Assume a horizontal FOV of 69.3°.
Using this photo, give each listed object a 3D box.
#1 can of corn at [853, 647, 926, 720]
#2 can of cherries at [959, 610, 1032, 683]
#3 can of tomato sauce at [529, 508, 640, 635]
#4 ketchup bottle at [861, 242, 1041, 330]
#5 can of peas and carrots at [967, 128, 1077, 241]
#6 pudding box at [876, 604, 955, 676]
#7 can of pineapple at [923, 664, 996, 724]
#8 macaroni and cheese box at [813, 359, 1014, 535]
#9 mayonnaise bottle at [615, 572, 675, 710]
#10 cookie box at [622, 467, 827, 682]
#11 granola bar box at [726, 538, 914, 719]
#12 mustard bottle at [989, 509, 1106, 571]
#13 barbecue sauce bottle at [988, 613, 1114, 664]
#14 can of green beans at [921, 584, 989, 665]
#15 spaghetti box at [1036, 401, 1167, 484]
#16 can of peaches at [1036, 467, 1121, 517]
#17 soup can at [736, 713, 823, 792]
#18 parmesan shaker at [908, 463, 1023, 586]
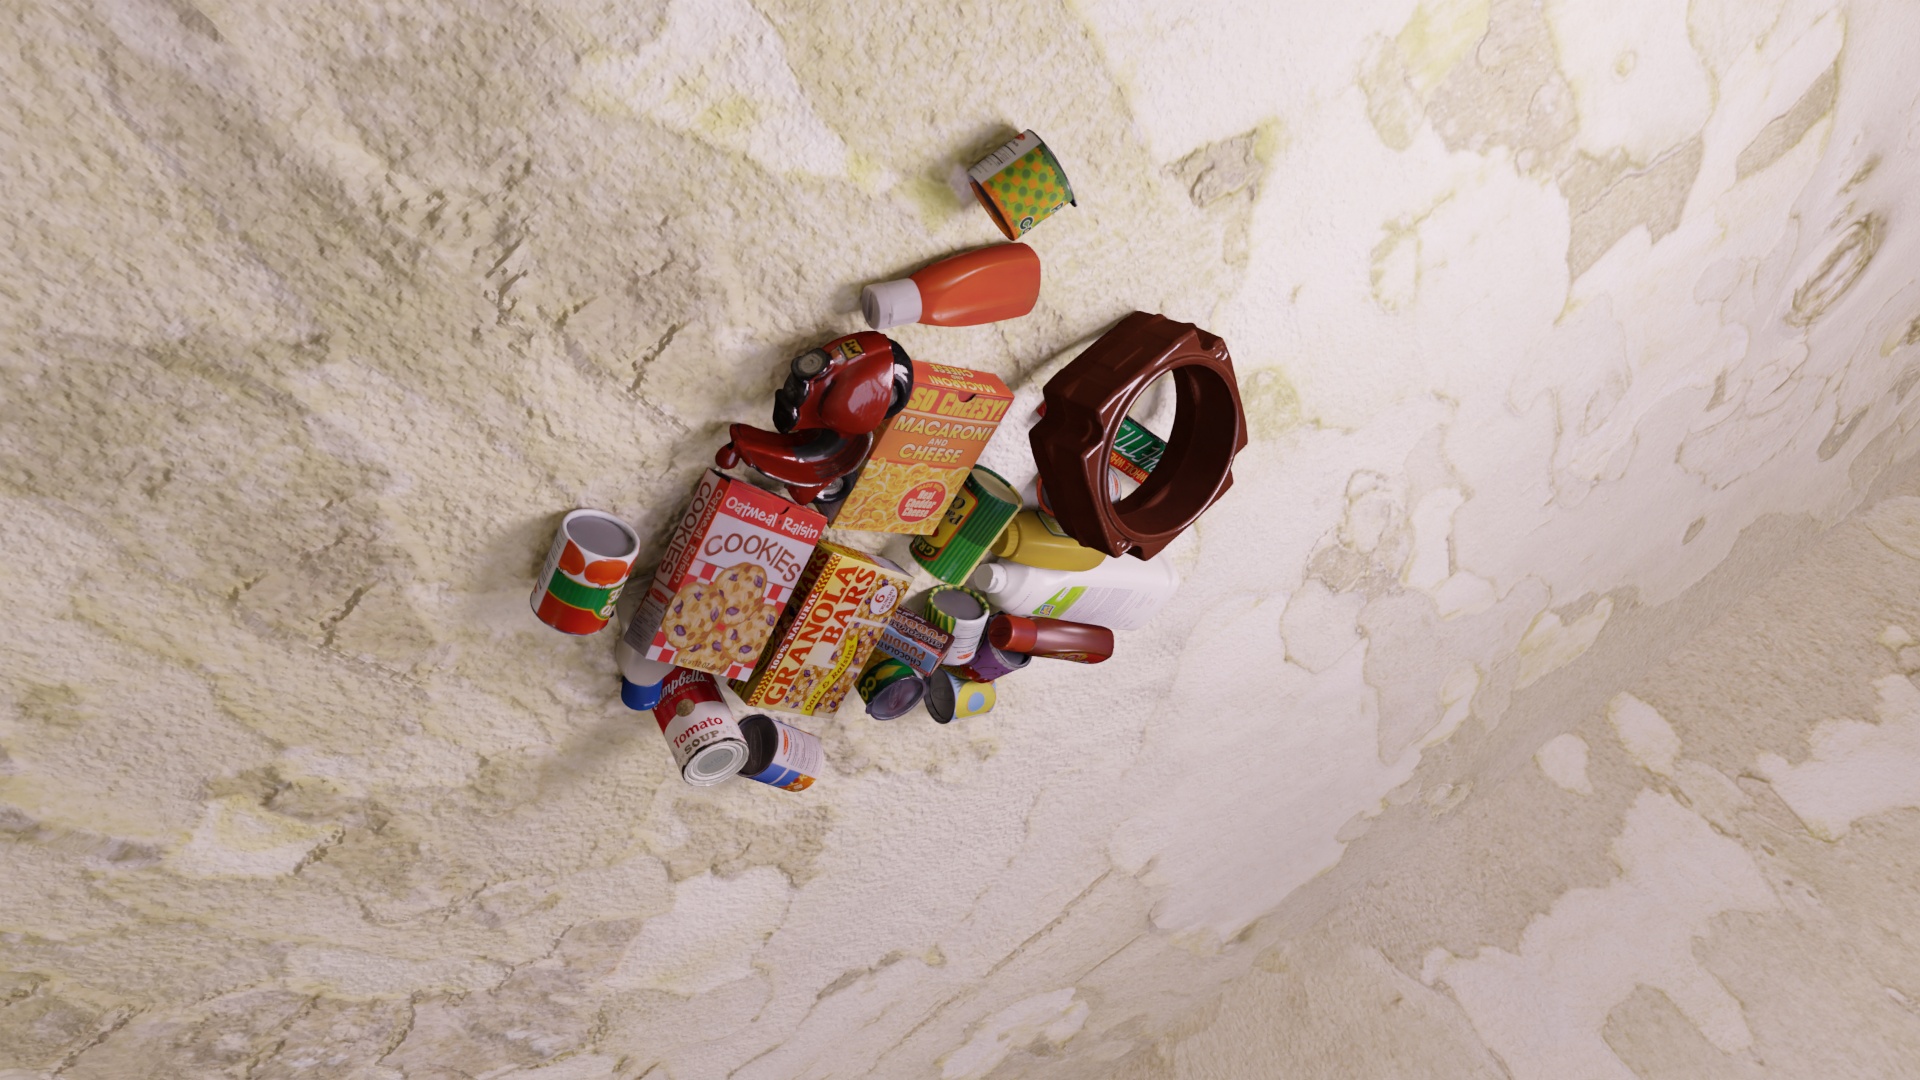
[{"bbox_3d":[-0.081,0.147,1.465,0.071,0.058,0.070,-22,142,-18],"label":"can of corn"},{"bbox_3d":[0.034,0.114,1.503,0.058,0.071,0.071,-27,154,37],"label":"can of cherries"},{"bbox_3d":[-0.305,0.026,1.136,0.071,0.071,0.082,2,129,-41],"label":"can of tomato sauce"},{"bbox_3d":[-0.007,-0.203,1.139,0.149,0.044,0.064,-16,139,-25],"label":"ketchup bottle"},{"bbox_3d":[0.048,-0.274,1.082,0.059,0.071,0.070,-35,144,0],"label":"can of peas and carrots"},{"bbox_3d":[-0.054,0.097,1.399,0.050,0.084,0.030,-46,164,-57],"label":"pudding box"},{"bbox_3d":[-0.001,0.165,1.545,0.058,0.071,0.070,-8,136,-34],"label":"can of pineapple"},{"bbox_3d":[-0.041,-0.080,1.254,0.124,0.040,0.165,3,129,-42],"label":"macaroni and cheese box"},{"bbox_3d":[-0.282,0.094,1.255,0.065,0.041,0.147,-13,140,-32],"label":"mayonnaise bottle"},{"bbox_3d":[-0.201,0.033,1.207,0.123,0.040,0.167,23,95,-51],"label":"cookie box"},{"bbox_3d":[-0.132,0.085,1.318,0.124,0.039,0.165,20,103,-52],"label":"granola bar box"},{"bbox_3d":[0.078,-0.002,1.424,0.160,0.065,0.048,2,129,-35],"label":"mustard bottle"},{"bbox_3d":[0.095,0.104,1.481,0.148,0.044,0.064,11,165,-42],"label":"barbecue sauce bottle"},{"bbox_3d":[-0.009,0.087,1.445,0.071,0.071,0.057,-7,129,-34],"label":"can of green beans"},{"bbox_3d":[0.166,-0.099,1.412,0.050,0.029,0.250,-46,143,15],"label":"spaghetti box"},{"bbox_3d":[0.117,-0.049,1.398,0.058,0.071,0.071,15,121,-47],"label":"can of peaches"},{"bbox_3d":[-0.195,0.224,1.455,0.071,0.071,0.083,-42,144,9],"label":"soup can"},{"bbox_3d":[0.005,-0.017,1.345,0.071,0.071,0.102,13,120,-46],"label":"parmesan shaker"}]
